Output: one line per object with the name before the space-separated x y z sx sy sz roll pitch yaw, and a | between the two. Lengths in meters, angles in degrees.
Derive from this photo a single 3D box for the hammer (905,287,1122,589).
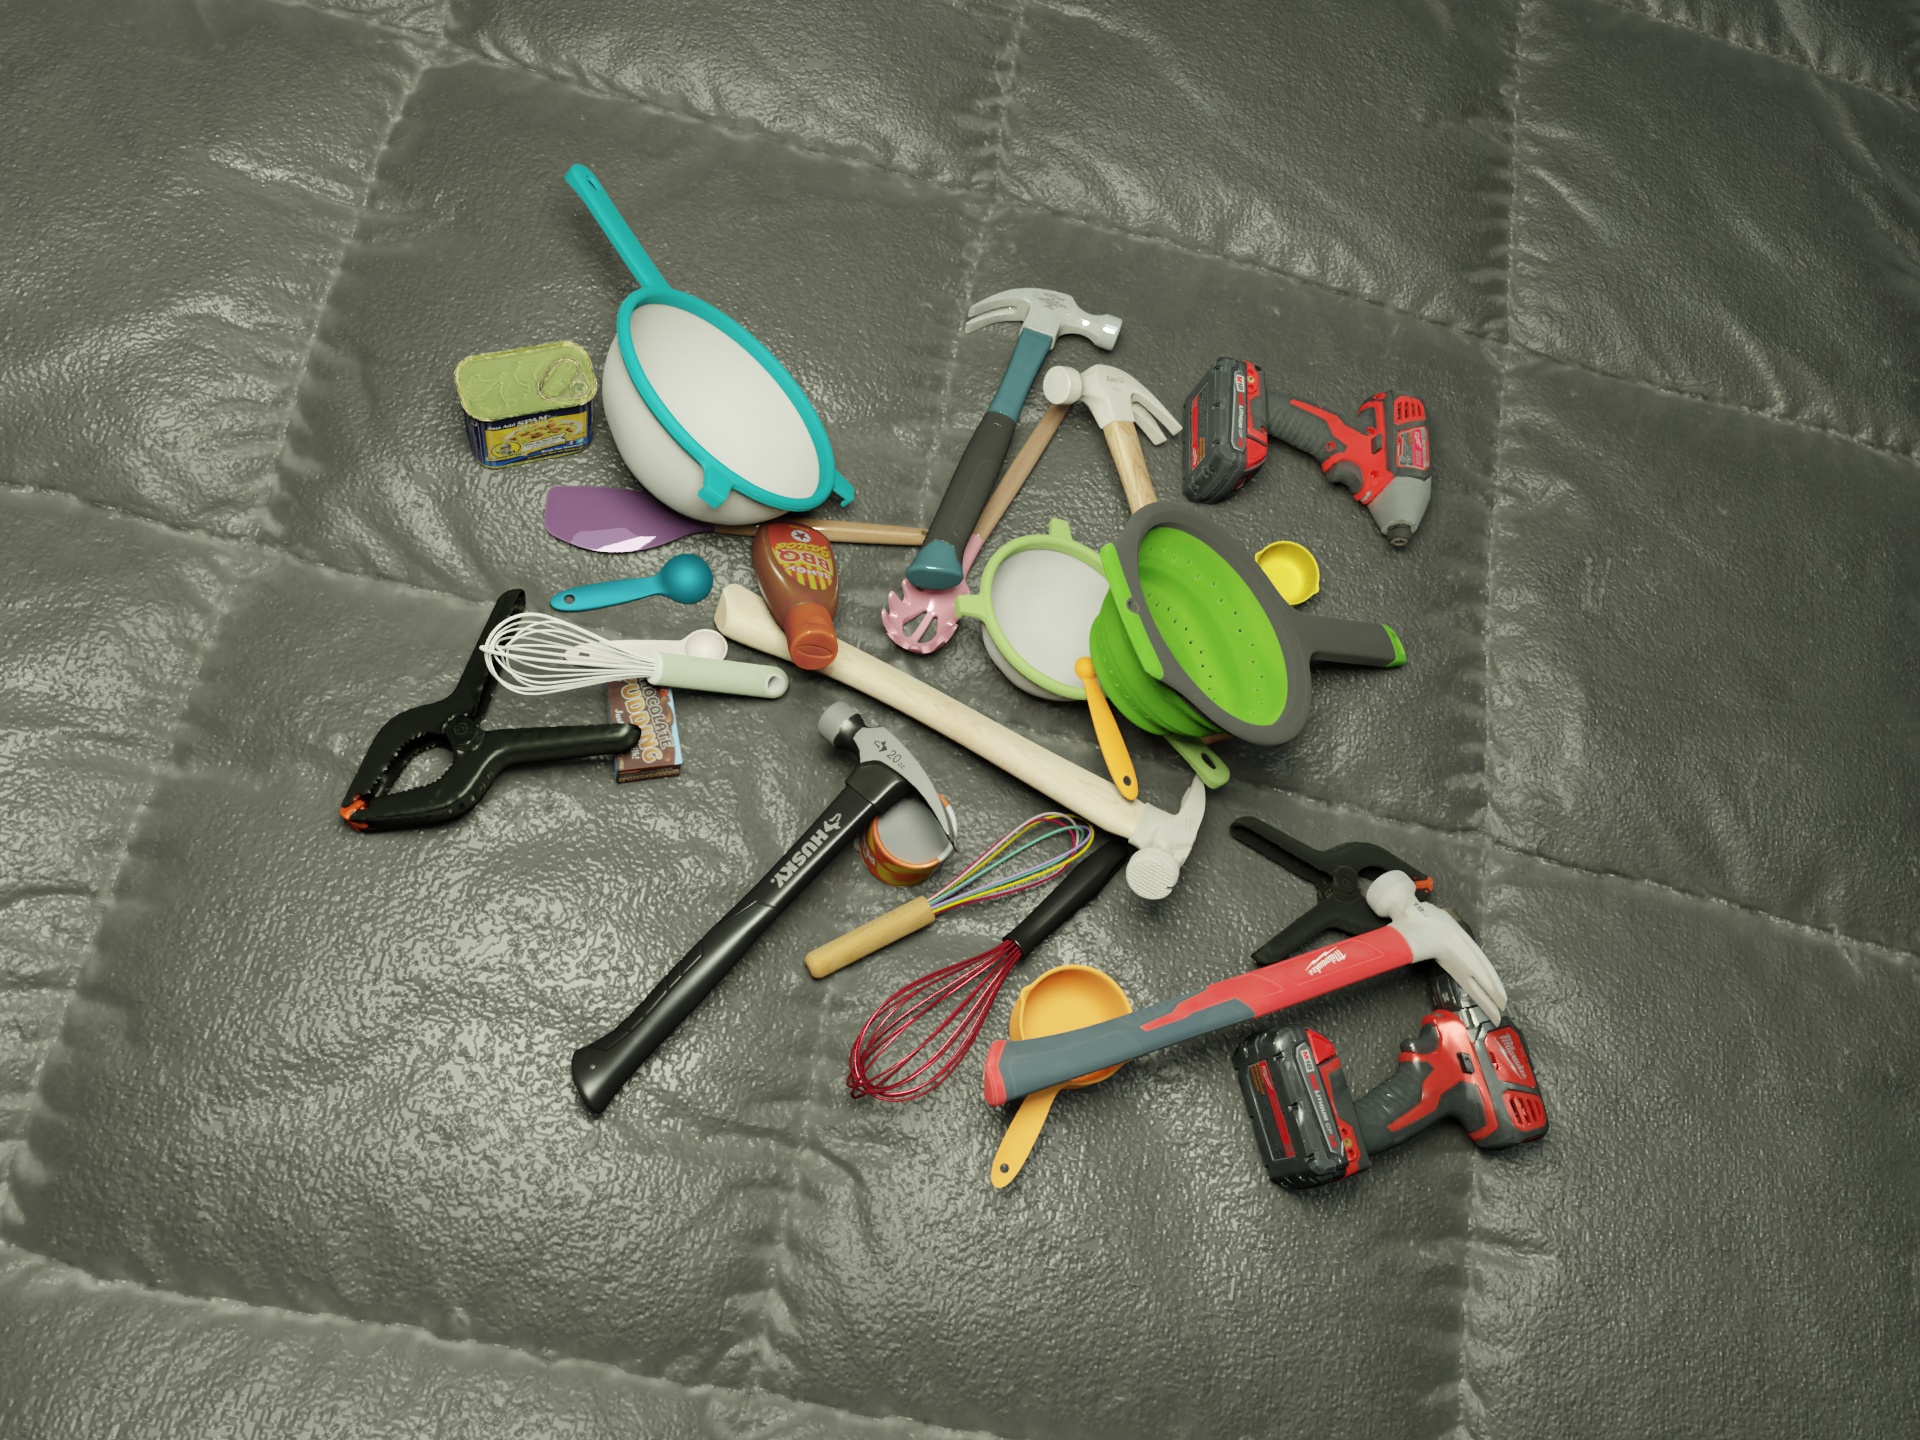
hammer | 0.030 -0.240 1.328 0.128 0.033 0.331 21 60 3

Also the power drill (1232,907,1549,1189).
power drill | 0.329 0.251 1.219 0.226 0.080 0.188 -9 73 -19

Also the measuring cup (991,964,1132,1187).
measuring cup | 0.060 0.263 1.164 0.095 0.052 0.174 30 68 -1

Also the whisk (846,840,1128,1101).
whisk | 0.027 0.182 1.183 0.296 0.073 0.073 -39 83 -28

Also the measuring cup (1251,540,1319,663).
measuring cup | 0.252 -0.081 1.354 0.062 0.029 0.156 30 78 0

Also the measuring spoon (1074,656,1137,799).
measuring spoon | 0.113 0.005 1.207 0.021 0.011 0.117 -13 77 -28

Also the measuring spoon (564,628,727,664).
measuring spoon | -0.243 -0.050 1.231 0.124 0.018 0.034 -3 59 -7

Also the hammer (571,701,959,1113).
hammer | -0.146 0.144 1.131 0.146 0.035 0.335 37 76 27

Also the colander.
colander | 0.222 -0.053 1.259 0.396 0.094 0.205 3 62 -46

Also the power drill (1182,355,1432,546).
power drill | 0.310 -0.232 1.393 0.219 0.078 0.143 8 69 -13

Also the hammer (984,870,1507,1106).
hammer | 0.201 0.214 1.143 0.386 0.038 0.143 -15 42 -18

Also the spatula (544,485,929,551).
spatula | -0.172 -0.155 1.281 0.316 0.018 0.060 2 65 -11

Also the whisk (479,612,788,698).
whisk | -0.233 -0.039 1.168 0.246 0.059 0.058 7 96 -39

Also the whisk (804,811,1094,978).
whisk | -0.007 0.131 1.205 0.245 0.051 0.047 -25 70 -15

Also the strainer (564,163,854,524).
strainer | -0.239 -0.278 1.248 0.340 0.095 0.211 56 28 10

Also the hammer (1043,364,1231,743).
hammer | 0.167 -0.141 1.325 0.130 0.031 0.331 -9 78 -44

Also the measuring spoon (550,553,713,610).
measuring spoon | -0.255 -0.106 1.240 0.128 0.021 0.042 -13 73 -18

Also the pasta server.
pasta server | 0.026 -0.174 1.323 0.060 0.040 0.316 28 65 7

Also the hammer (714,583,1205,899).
hammer | -0.002 -0.004 1.239 0.410 0.038 0.146 28 33 5

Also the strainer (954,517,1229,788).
strainer | 0.109 -0.032 1.274 0.256 0.069 0.151 46 51 2
